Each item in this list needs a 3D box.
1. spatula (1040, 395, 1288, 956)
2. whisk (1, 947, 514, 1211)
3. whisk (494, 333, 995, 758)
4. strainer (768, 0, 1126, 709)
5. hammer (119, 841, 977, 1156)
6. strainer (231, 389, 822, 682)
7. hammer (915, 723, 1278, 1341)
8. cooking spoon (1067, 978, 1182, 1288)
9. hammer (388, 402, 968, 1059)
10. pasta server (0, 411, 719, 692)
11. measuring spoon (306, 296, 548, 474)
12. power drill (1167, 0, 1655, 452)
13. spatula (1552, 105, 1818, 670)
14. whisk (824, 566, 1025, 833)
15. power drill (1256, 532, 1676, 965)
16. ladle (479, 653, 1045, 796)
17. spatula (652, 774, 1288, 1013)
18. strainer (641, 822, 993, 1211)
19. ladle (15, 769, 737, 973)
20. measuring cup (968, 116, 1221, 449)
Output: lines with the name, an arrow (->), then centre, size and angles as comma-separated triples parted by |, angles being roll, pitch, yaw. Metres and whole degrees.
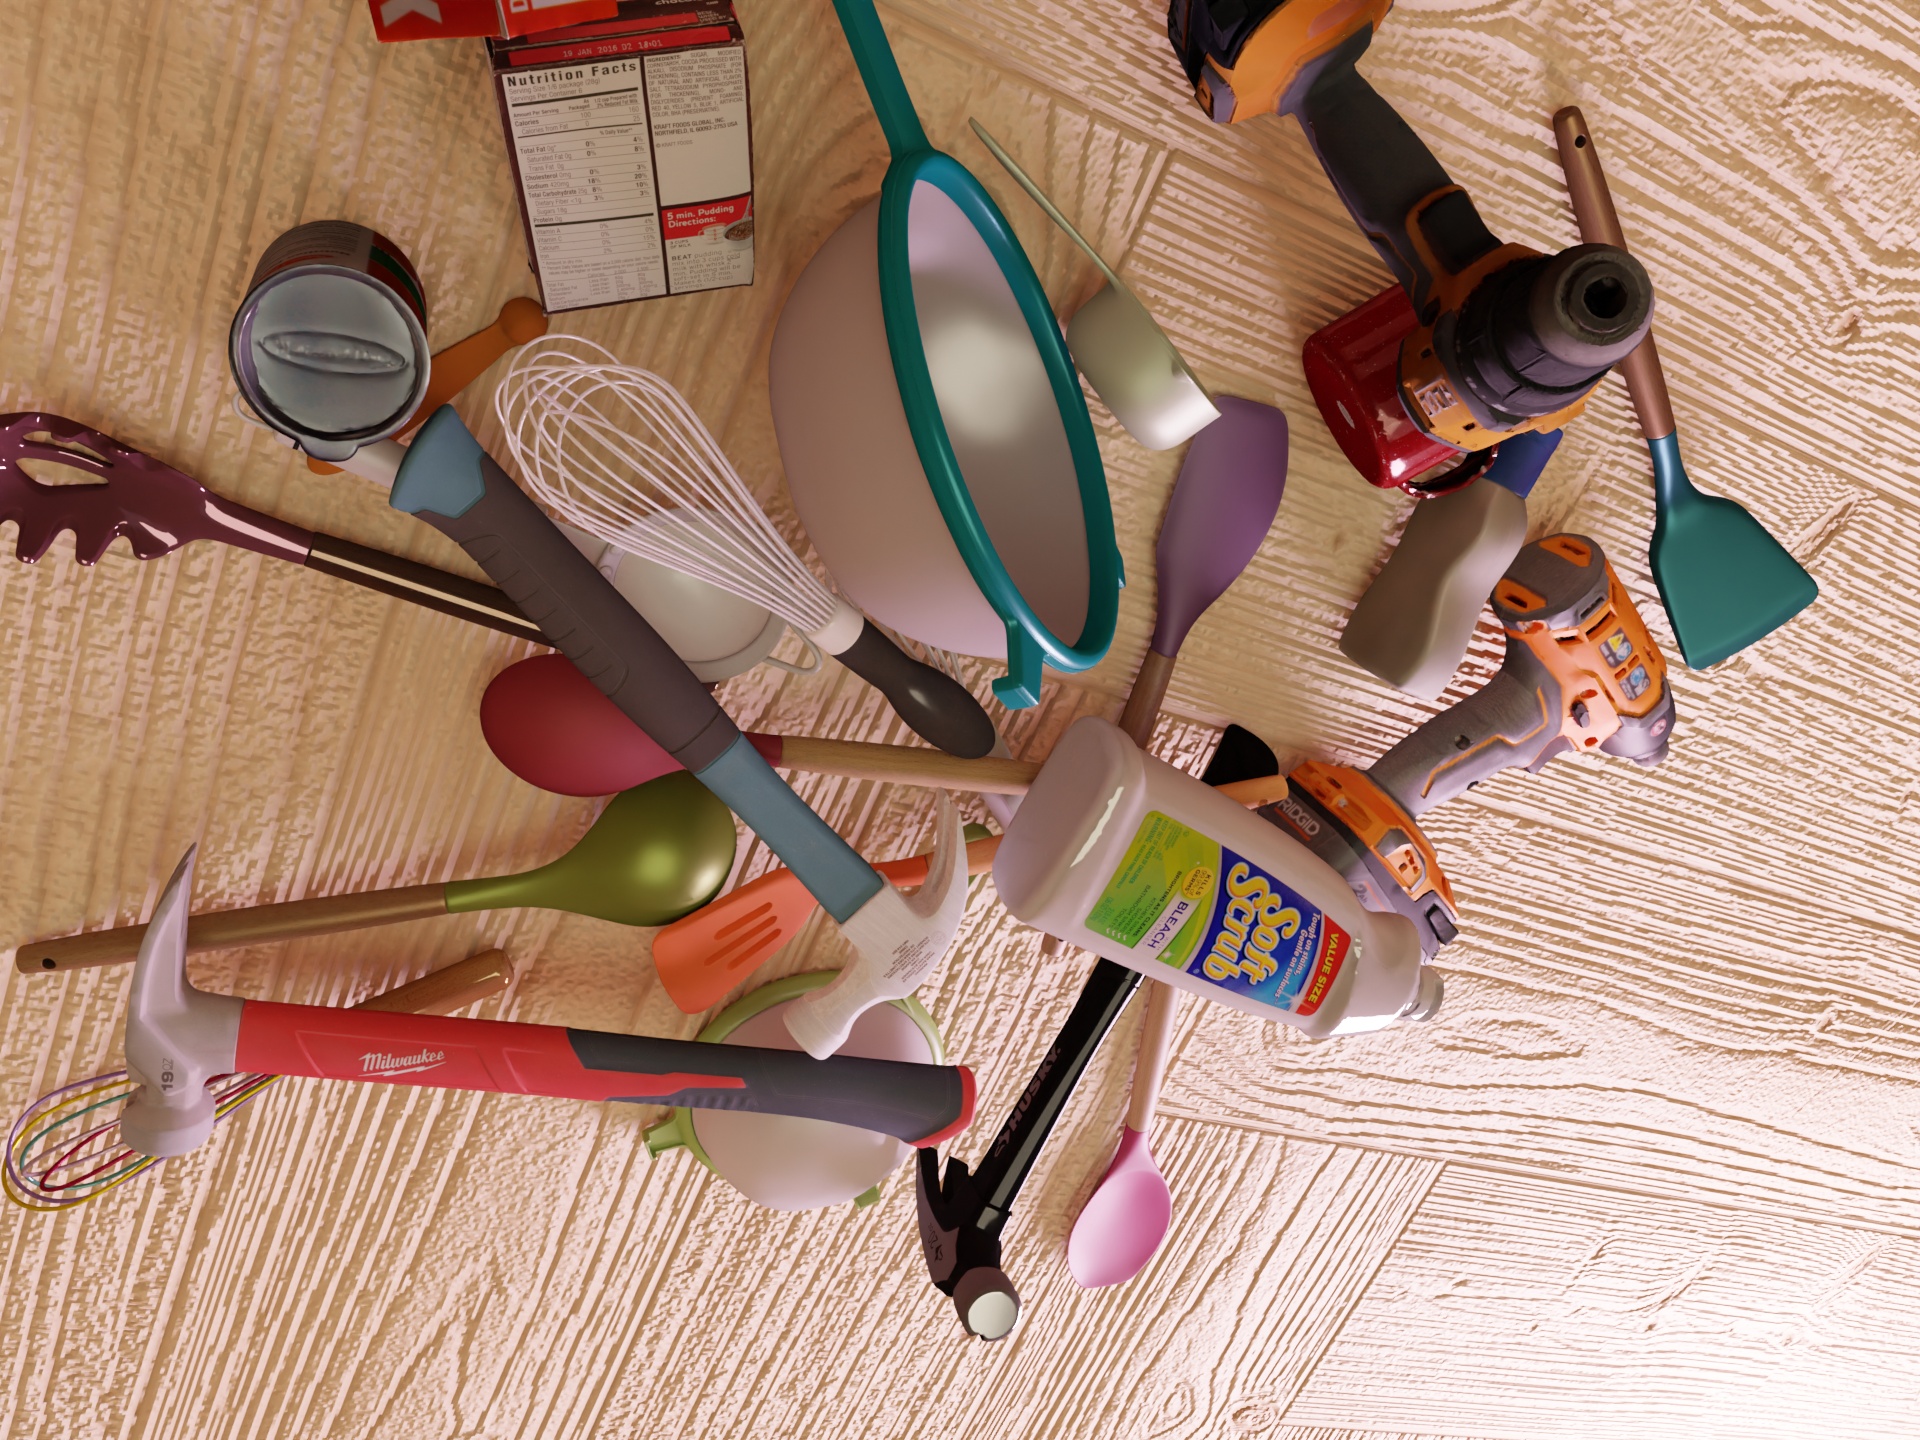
spatula -> 0.098, -0.012, 0.818 | 0.059, 0.018, 0.315 | 10, 113, -23
whisk -> -0.330, 0.169, 0.756 | 0.245, 0.047, 0.051 | -23, 121, -10
whisk -> -0.074, -0.058, 0.657 | 0.070, 0.070, 0.284 | -45, 129, 8
strainer -> -0.038, -0.169, 0.628 | 0.095, 0.211, 0.340 | -17, 103, 22
hammer -> -0.173, 0.147, 0.740 | 0.386, 0.038, 0.143 | 9, 112, -18
strainer -> -0.174, -0.082, 0.671 | 0.258, 0.050, 0.087 | 23, 118, -25
hammer -> 0.073, 0.152, 0.853 | 0.035, 0.146, 0.335 | 28, 94, -18
cooking spoon -> 0.111, 0.220, 0.948 | 0.068, 0.017, 0.318 | -2, 118, -19
hammer -> -0.115, 0.004, 0.680 | 0.128, 0.033, 0.330 | -41, 116, -1
pasta server -> -0.245, -0.059, 0.665 | 0.316, 0.040, 0.060 | 19, 122, -28
measuring spoon -> -0.218, -0.134, 0.648 | 0.117, 0.011, 0.021 | -34, 123, 1
power drill -> 0.169, -0.208, 0.597 | 0.084, 0.185, 0.226 | -31, 92, 5
spatula -> 0.358, -0.166, 0.809 | 0.082, 0.044, 0.317 | -32, 122, 4
whisk -> -0.001, -0.002, 0.775 | 0.059, 0.058, 0.246 | -51, 131, -25
power drill -> 0.290, 0.028, 0.871 | 0.226, 0.084, 0.164 | -44, 122, 3
ladle -> -0.059, 0.018, 0.737 | 0.315, 0.031, 0.069 | 7, 115, -19
spatula -> 0.009, 0.076, 0.787 | 0.322, 0.041, 0.081 | -13, 143, -4
strainer -> -0.046, 0.171, 0.837 | 0.151, 0.069, 0.256 | 23, 109, -28
ladle -> -0.263, 0.079, 0.738 | 0.320, 0.062, 0.078 | -8, 120, -7
measuring cup -> 0.048, -0.183, 0.683 | 0.038, 0.083, 0.167 | -39, 114, 17
